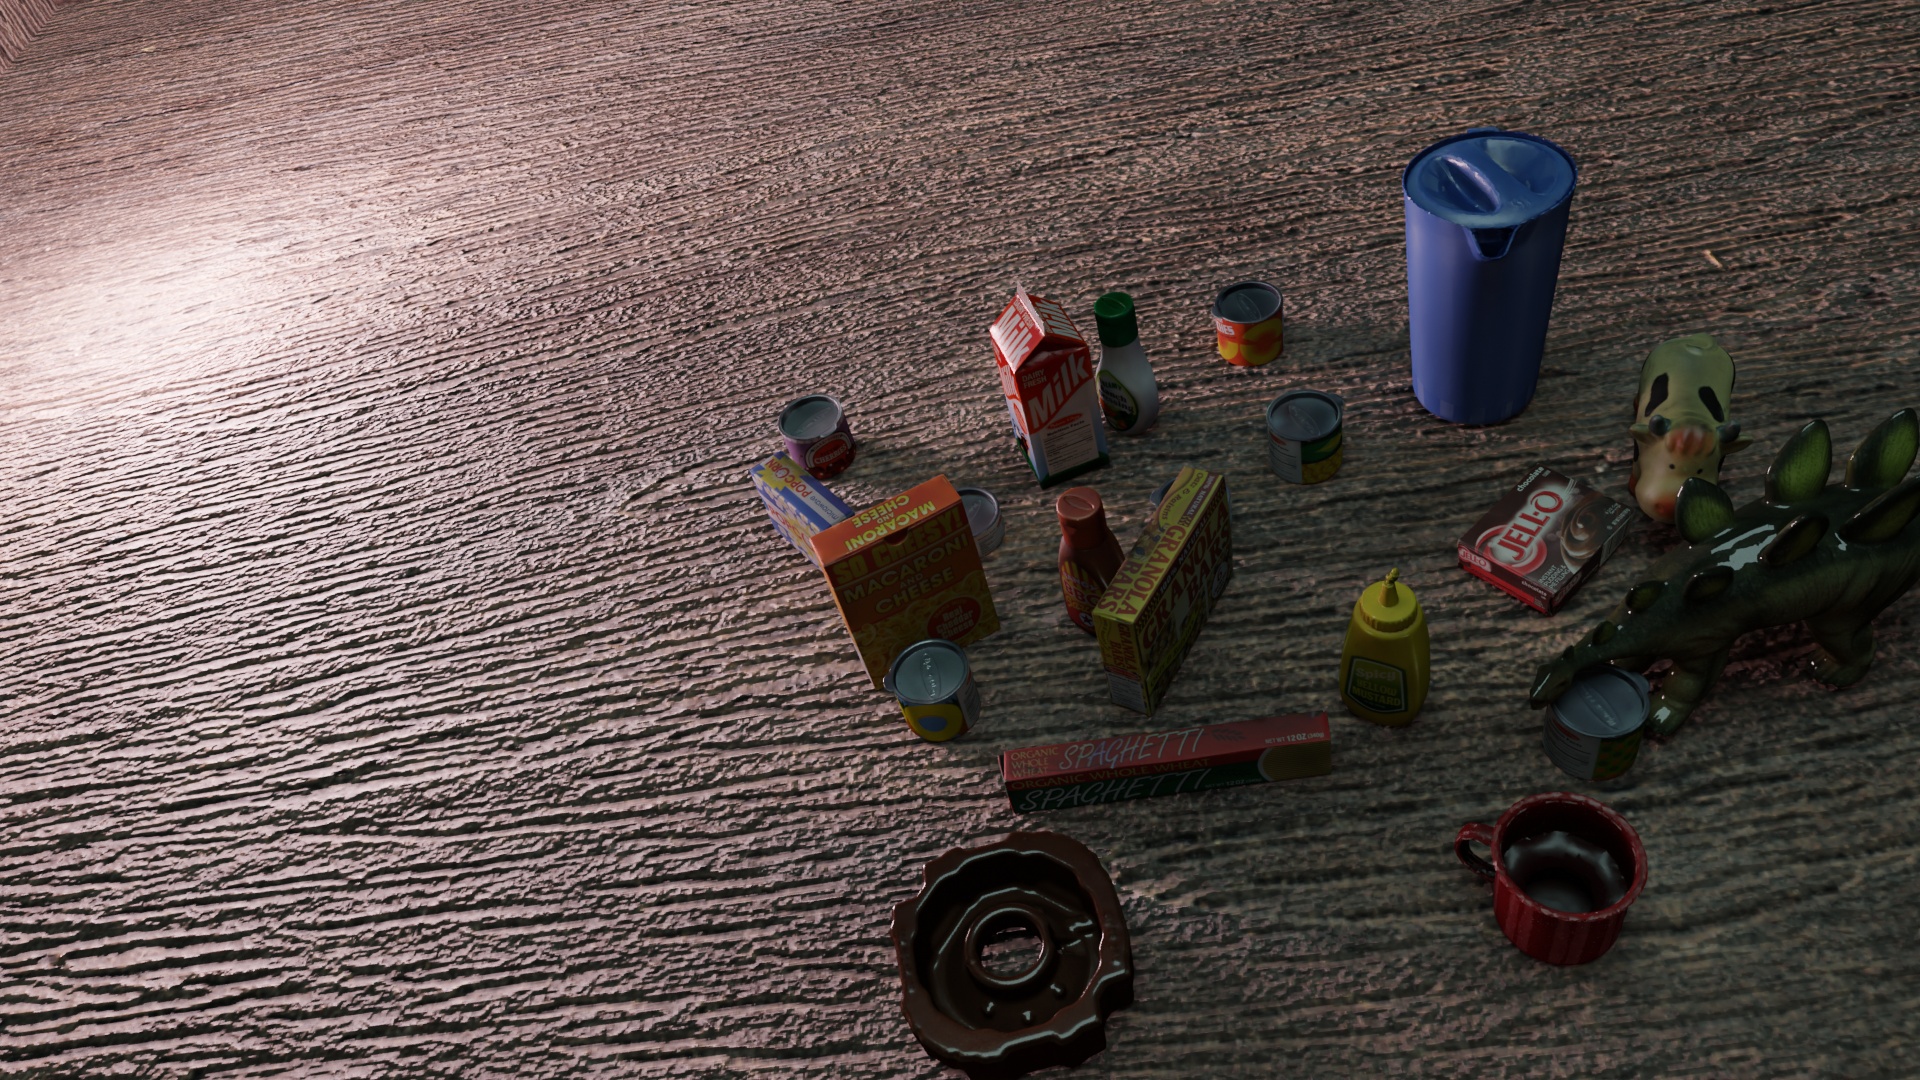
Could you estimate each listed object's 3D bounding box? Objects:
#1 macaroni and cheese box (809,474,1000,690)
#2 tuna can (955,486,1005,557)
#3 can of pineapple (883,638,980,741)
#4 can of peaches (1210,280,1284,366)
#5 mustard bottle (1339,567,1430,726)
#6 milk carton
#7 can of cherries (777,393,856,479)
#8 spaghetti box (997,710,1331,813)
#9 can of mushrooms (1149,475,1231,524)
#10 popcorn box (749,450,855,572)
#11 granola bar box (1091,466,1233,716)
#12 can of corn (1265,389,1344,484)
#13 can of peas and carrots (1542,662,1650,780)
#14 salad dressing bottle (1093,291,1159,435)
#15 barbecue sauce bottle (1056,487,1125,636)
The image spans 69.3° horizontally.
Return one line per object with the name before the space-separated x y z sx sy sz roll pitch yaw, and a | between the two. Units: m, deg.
macaroni and cheese box | -0.042 0.038 1.156 0.124 0.165 0.040 -26 47 -9
tuna can | 0.005 -0.016 1.285 0.071 0.032 0.071 -8 47 9
can of pineapple | -0.022 0.124 1.146 0.071 0.057 0.071 -8 47 9
can of peaches | 0.284 -0.213 1.371 0.071 0.057 0.071 -8 47 9
mustard bottle | 0.314 0.075 1.026 0.065 0.159 0.049 13 53 26
milk carton | 0.080 -0.145 1.274 0.073 0.189 0.072 -22 46 -4
can of cherries | -0.142 -0.102 1.388 0.071 0.058 0.072 -8 47 9
spaghetti box | 0.155 0.170 1.059 0.250 0.050 0.029 -9 47 8
can of mushrooms | 0.206 -0.027 1.238 0.071 0.033 0.071 -8 47 9
popcorn box | -0.137 -0.018 1.290 0.038 0.084 0.127 -37 49 -18
granola bar box | 0.168 0.041 1.123 0.039 0.123 0.166 17 55 29
can of corn | 0.313 -0.094 1.253 0.071 0.058 0.071 -8 47 9
can of peas and carrots | 0.460 0.130 1.004 0.071 0.058 0.071 -8 47 9
salad dressing bottle | 0.152 -0.165 1.302 0.044 0.147 0.064 -40 50 -20
barbecue sauce bottle | 0.108 0.018 1.144 0.065 0.147 0.044 25 59 33
